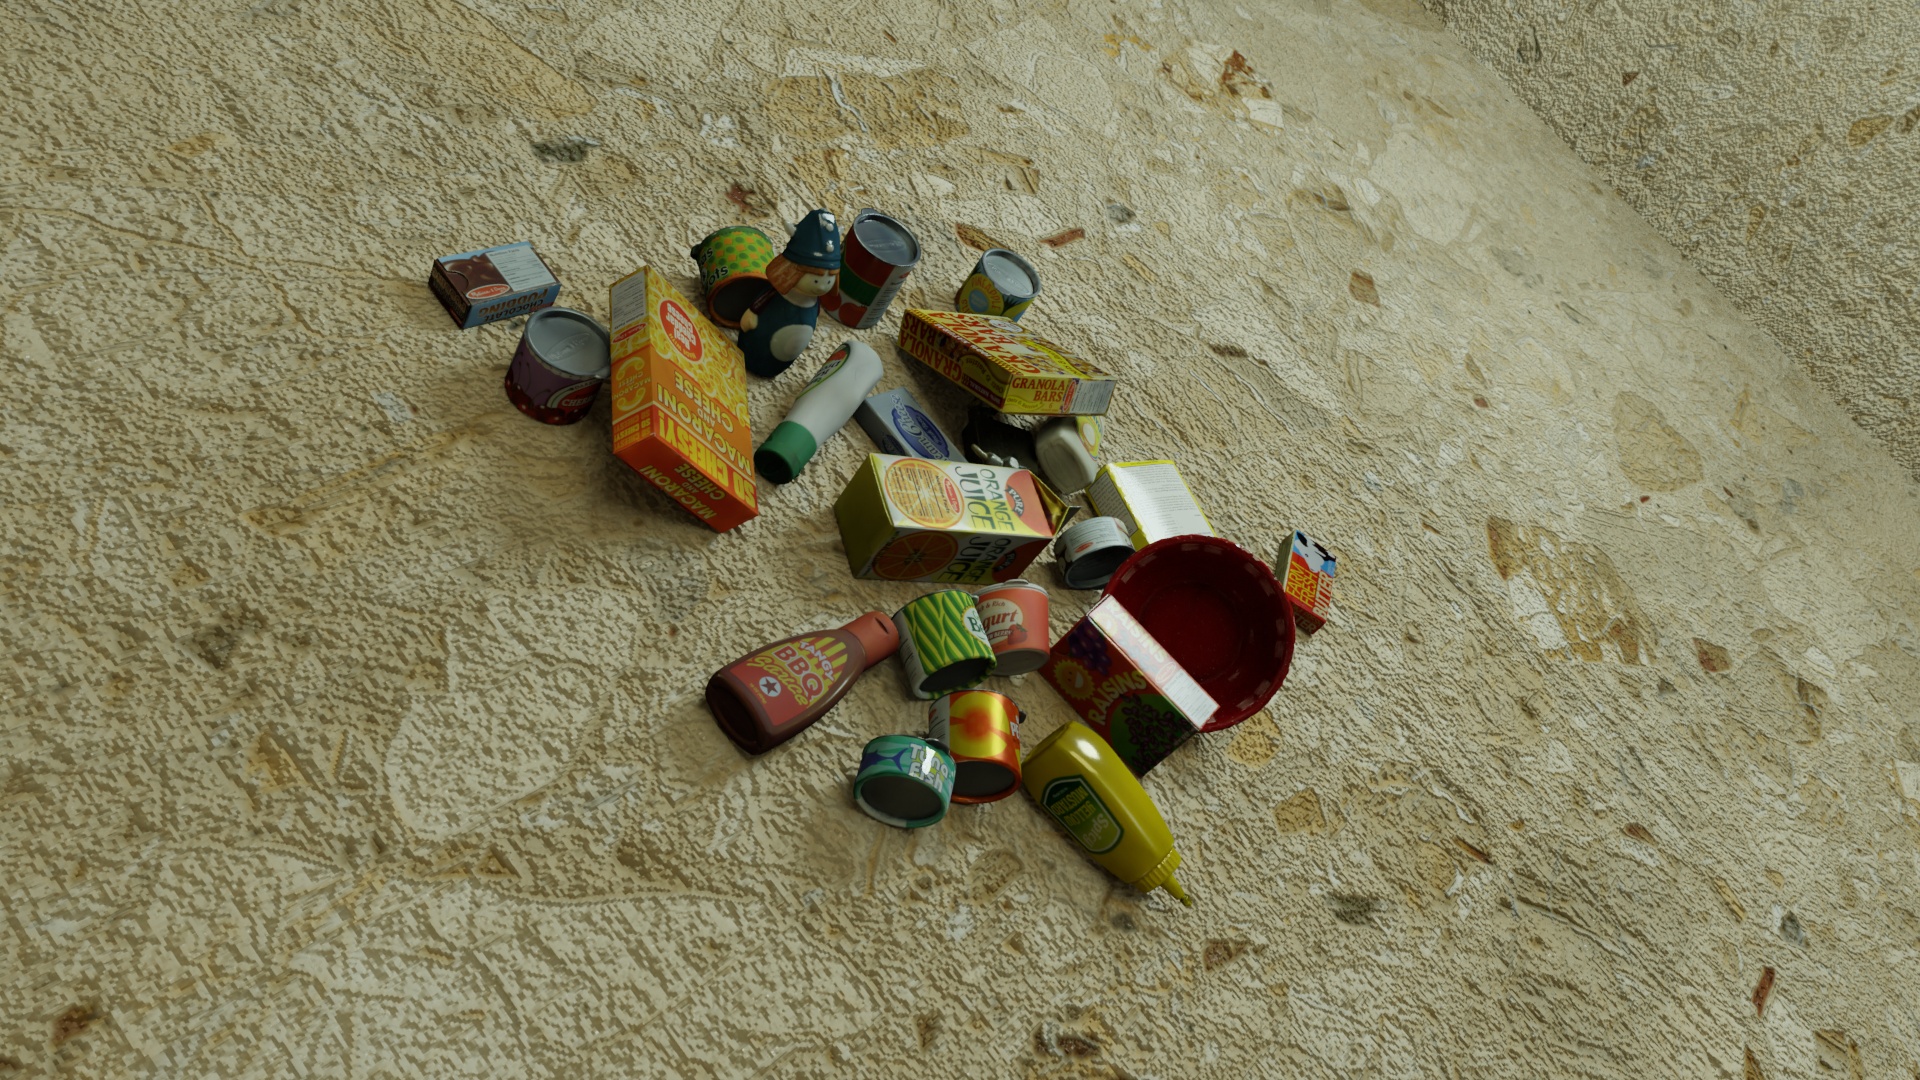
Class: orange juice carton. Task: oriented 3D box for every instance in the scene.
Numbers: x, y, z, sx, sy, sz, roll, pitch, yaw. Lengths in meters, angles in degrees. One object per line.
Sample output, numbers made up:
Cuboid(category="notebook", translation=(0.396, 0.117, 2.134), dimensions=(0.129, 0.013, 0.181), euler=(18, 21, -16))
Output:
Cuboid(category="orange juice carton", translation=(0.004, -0.014, 1.118), dimensions=(0.193, 0.071, 0.073), euler=(4, 53, -33))

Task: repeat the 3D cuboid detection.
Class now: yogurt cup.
Cuboid(category="yogurt cup", translation=(0.038, 0.071, 1.077), dimensions=(0.072, 0.072, 0.054), euler=(9, 58, -30))

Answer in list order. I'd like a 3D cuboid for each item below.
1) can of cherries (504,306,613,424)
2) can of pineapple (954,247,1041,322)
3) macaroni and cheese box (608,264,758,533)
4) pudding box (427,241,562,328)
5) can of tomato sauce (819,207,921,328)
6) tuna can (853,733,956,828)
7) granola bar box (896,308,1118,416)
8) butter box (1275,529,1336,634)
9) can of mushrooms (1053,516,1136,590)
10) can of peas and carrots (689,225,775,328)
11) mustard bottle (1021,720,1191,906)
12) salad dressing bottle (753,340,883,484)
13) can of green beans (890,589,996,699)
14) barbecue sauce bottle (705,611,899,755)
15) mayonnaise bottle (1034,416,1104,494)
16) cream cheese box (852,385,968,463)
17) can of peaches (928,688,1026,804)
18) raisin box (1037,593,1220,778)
Cuboid(category="can of cherries", translation=(-0.292, -0.125, 1.015), dimensions=(0.071, 0.058, 0.072), euler=(20, 44, -21))
Cuboid(category="can of pineapple", translation=(0.035, -0.240, 1.345), dimensions=(0.071, 0.057, 0.071), euler=(19, 45, -21))
Cuboid(category="macaroni and cheese box", translation=(-0.206, -0.104, 1.031), dimensions=(0.123, 0.040, 0.167), euler=(43, 29, -49))
Cuboid(category="pudding box", translation=(-0.353, -0.195, 1.053), dimensions=(0.084, 0.030, 0.050), euler=(-27, 74, -46))
Cuboid(category="can of tomato sauce", translation=(-0.084, -0.243, 1.245), dimensions=(0.071, 0.082, 0.071), euler=(20, 45, -21))
Cuboid(category="tuna can", translation=(-0.036, 0.162, 0.938), dimensions=(0.071, 0.070, 0.033), euler=(27, 44, -14))
Cuboid(category="granola bar box", translation=(0.039, -0.158, 1.238), dimensions=(0.124, 0.039, 0.166), euler=(-2, 28, -38))
Cuboid(category="butter box", translation=(0.330, 0.039, 1.338), dimensions=(0.053, 0.024, 0.104), euler=(33, 42, -7))
Cuboid(category="can of mushrooms", translation=(0.114, 0.012, 1.181), dimensions=(0.071, 0.070, 0.033), euler=(4, 52, -33))
Cuboid(category="can of peas and carrots", translation=(-0.187, -0.221, 1.166), dimensions=(0.071, 0.070, 0.059), euler=(4, 53, -33))
Cuboid(category="mustard bottle", translation=(0.115, 0.207, 1.013), dimensions=(0.160, 0.065, 0.049), euler=(48, 38, 4))
Cuboid(category="salad dressing bottle", translation=(-0.115, -0.104, 1.124), dimensions=(0.044, 0.064, 0.148), euler=(48, 47, -17))
Cuboid(category="can of green beans", translation=(-0.013, 0.078, 1.031), dimensions=(0.071, 0.071, 0.058), euler=(0, 55, -36))
Cuboid(category="barbecue sauce bottle", translation=(-0.104, 0.092, 0.971), dimensions=(0.065, 0.043, 0.149), euler=(49, 42, 13))
Cuboid(category="mayonnaise bottle", translation=(0.106, -0.104, 1.279), dimensions=(0.064, 0.041, 0.149), euler=(55, 29, -21))
Cuboid(category="cream cheese box", translation=(-0.039, -0.083, 1.182), dimensions=(0.053, 0.024, 0.104), euler=(-26, 72, -45))
Cuboid(category="can of peaches", translation=(0.012, 0.147, 0.987), dimensions=(0.071, 0.071, 0.058), euler=(19, 46, -21))
Cuboid(category="raisin box", translation=(0.128, 0.114, 1.084), dimensions=(0.123, 0.085, 0.040), euler=(46, 47, 8))
